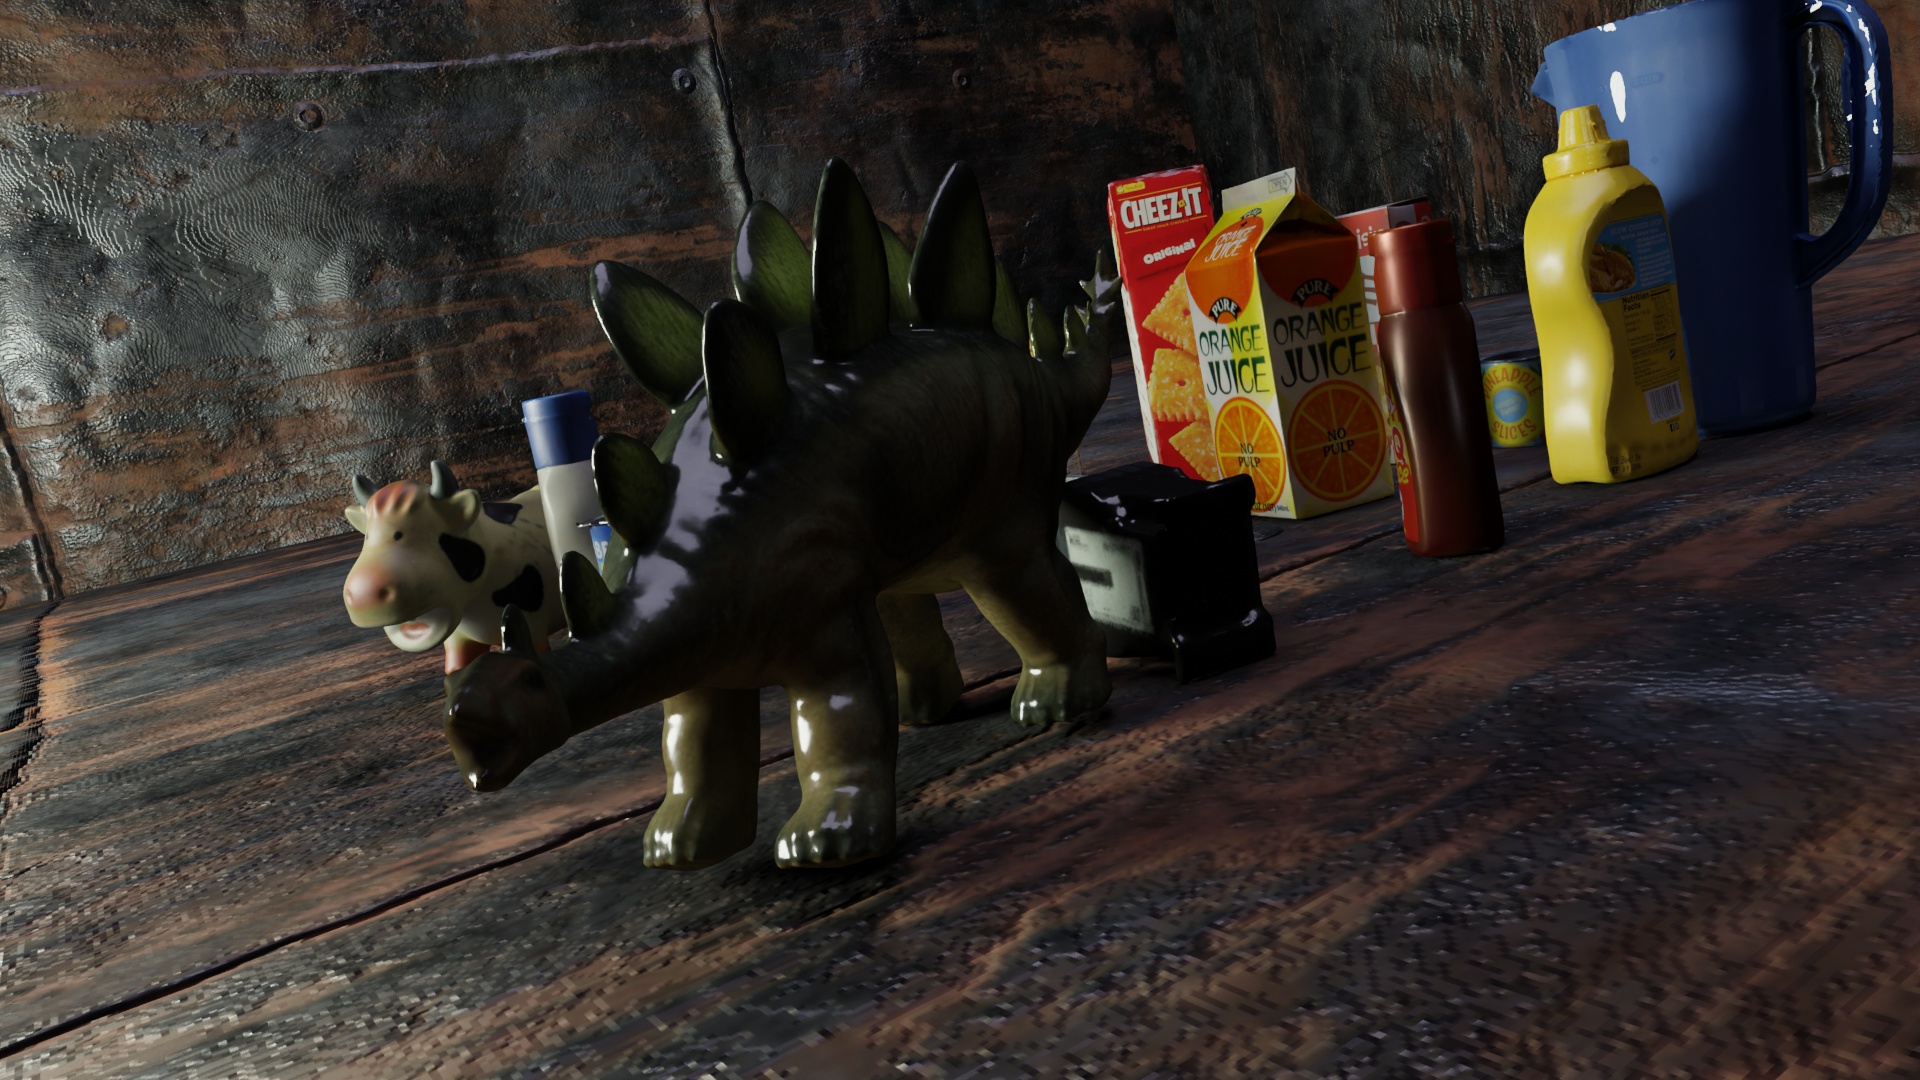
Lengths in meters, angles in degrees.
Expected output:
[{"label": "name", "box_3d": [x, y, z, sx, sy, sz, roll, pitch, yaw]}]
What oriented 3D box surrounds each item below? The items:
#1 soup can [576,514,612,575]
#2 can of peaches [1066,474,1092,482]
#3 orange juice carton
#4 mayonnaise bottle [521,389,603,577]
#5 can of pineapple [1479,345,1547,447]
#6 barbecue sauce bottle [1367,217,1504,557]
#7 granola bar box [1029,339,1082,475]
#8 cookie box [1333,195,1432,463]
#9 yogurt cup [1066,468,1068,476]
[{"label": "soup can", "box_3d": [-0.151, 0.023, 0.710, 0.071, 0.083, 0.071, -11, 8, 2]}, {"label": "can of peaches", "box_3d": [0.040, 0.002, 0.692, 0.071, 0.058, 0.071, -11, 8, 2]}, {"label": "orange juice carton", "box_3d": [0.187, -0.113, 0.803, 0.073, 0.192, 0.072, -14, 9, -22]}, {"label": "mayonnaise bottle", "box_3d": [-0.205, -0.007, 0.763, 0.041, 0.147, 0.065, -13, 8, -12]}, {"label": "can of pineapple", "box_3d": [0.370, -0.094, 0.897, 0.071, 0.057, 0.071, -11, 8, 2]}, {"label": "barbecue sauce bottle", "box_3d": [0.216, -0.070, 0.634, 0.043, 0.148, 0.065, -9, 8, 17]}, {"label": "granola bar box", "box_3d": [0.004, -0.080, 1.048, 0.165, 0.124, 0.039, -7, 9, 28]}, {"label": "cookie box", "box_3d": [0.270, -0.137, 0.937, 0.040, 0.167, 0.123, -15, 9, -26]}, {"label": "yogurt cup", "box_3d": [0.034, -0.013, 0.810, 0.072, 0.054, 0.072, -11, 8, 2]}]
